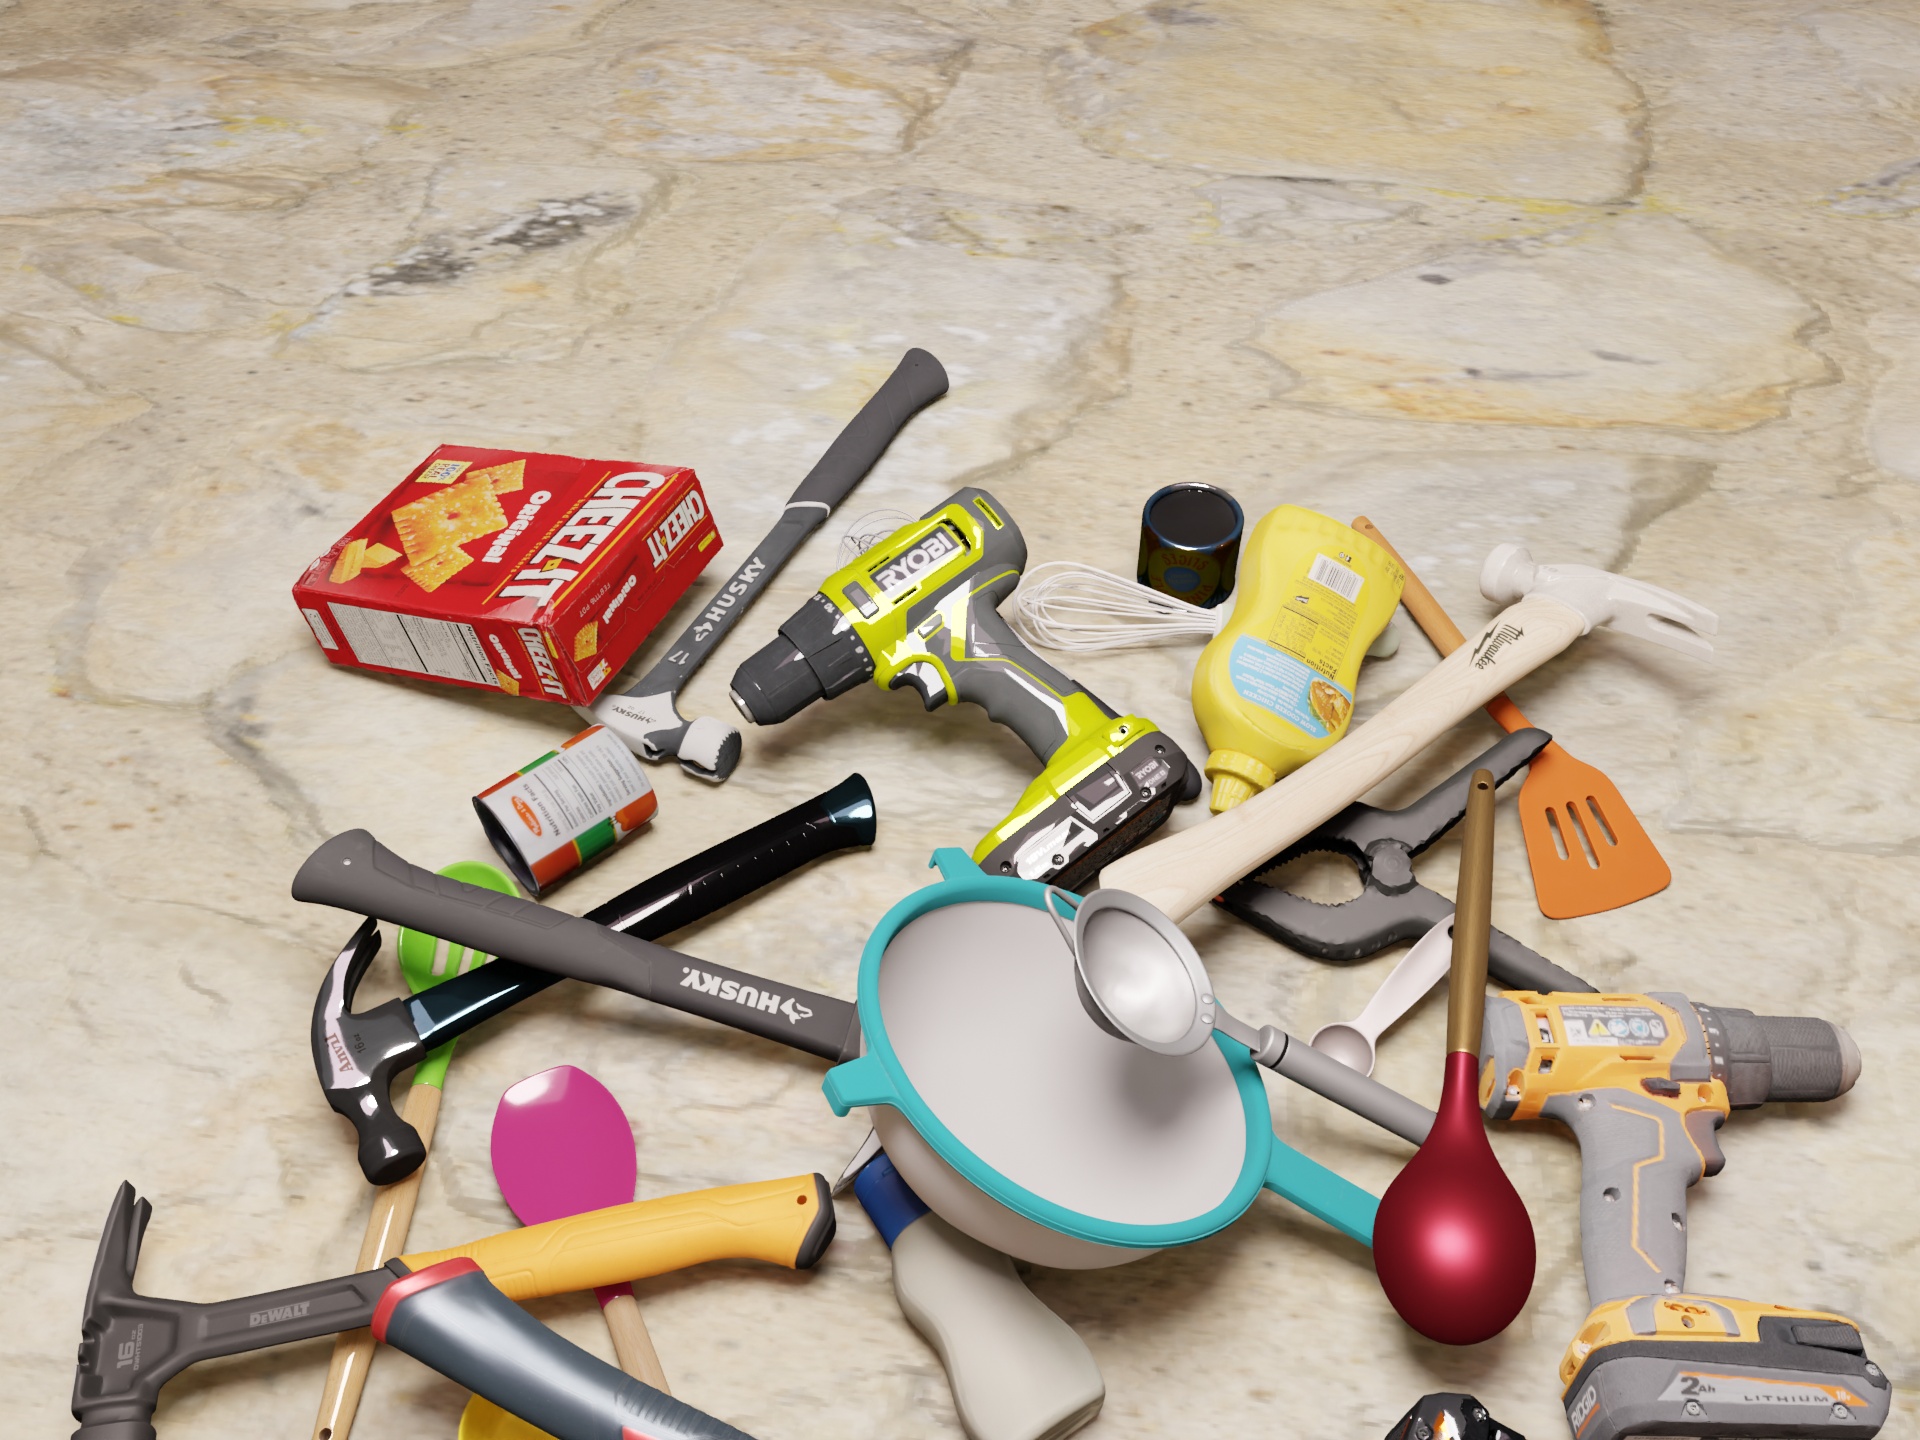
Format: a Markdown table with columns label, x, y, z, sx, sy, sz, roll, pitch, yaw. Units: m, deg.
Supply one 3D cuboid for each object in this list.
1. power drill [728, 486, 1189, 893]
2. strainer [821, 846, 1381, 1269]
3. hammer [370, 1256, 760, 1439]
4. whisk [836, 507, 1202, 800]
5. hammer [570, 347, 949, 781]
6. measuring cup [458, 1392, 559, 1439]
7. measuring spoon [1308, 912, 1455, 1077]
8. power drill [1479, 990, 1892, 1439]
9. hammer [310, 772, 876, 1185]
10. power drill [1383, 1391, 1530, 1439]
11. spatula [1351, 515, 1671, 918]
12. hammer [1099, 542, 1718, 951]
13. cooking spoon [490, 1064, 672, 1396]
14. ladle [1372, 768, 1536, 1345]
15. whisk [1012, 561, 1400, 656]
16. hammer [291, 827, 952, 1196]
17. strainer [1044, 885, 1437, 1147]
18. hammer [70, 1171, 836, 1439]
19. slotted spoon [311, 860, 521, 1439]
| label | x | y | z | sx | sy | sz | roll | pitch | yaw |
| --- | --- | --- | --- | --- | --- | --- | --- | --- | --- |
| power drill | -0.001 | -0.003 | 0.900 | 0.190 | 0.080 | 0.229 | -36 | 71 | -12 |
| strainer | 0.090 | 0.211 | 0.758 | 0.340 | 0.095 | 0.211 | 30 | 32 | -1 |
| hammer | -0.076 | 0.336 | 0.648 | 0.386 | 0.038 | 0.143 | 23 | 55 | 8 |
| whisk | 0.034 | -0.040 | 0.978 | 0.285 | 0.070 | 0.070 | 37 | 60 | 19 |
| hammer | -0.119 | -0.130 | 1.081 | 0.149 | 0.036 | 0.409 | 20 | 53 | 19 |
| measuring cup | -0.226 | 0.347 | 0.688 | 0.062 | 0.029 | 0.156 | 36 | 62 | 28 |
| measuring spoon | 0.228 | 0.145 | 0.832 | 0.124 | 0.018 | 0.034 | -43 | 68 | -14 |
| power drill | 0.348 | 0.225 | 0.738 | 0.185 | 0.084 | 0.226 | 0 | 45 | 2 |
| hammer | -0.184 | 0.112 | 0.858 | 0.331 | 0.033 | 0.128 | -26 | 64 | -26 |
| power drill | 0.267 | 0.365 | 0.623 | 0.226 | 0.084 | 0.164 | 27 | 55 | 17 |
| spatula | 0.317 | -0.019 | 0.981 | 0.081 | 0.041 | 0.323 | -15 | 47 | -8 |
| hammer | 0.241 | 0.014 | 0.869 | 0.410 | 0.038 | 0.146 | -30 | 38 | -28 |
| cooking spoon | -0.150 | 0.293 | 0.735 | 0.068 | 0.017 | 0.319 | -20 | 52 | -18 |
| ladle | 0.247 | 0.143 | 0.773 | 0.069 | 0.031 | 0.316 | 5 | 48 | 16 |
| whisk | 0.156 | -0.064 | 1.009 | 0.246 | 0.059 | 0.058 | 6 | 23 | 1 |
| hammer | -0.171 | 0.129 | 0.807 | 0.334 | 0.035 | 0.146 | 18 | 56 | -4 |
| strainer | 0.137 | 0.152 | 0.751 | 0.258 | 0.050 | 0.087 | 29 | 39 | -11 |
| hammer | -0.226 | 0.250 | 0.737 | 0.337 | 0.034 | 0.127 | -8 | 51 | -8 |
| slotted spoon | -0.279 | 0.211 | 0.804 | 0.070 | 0.031 | 0.314 | 2 | 52 | 1 |
